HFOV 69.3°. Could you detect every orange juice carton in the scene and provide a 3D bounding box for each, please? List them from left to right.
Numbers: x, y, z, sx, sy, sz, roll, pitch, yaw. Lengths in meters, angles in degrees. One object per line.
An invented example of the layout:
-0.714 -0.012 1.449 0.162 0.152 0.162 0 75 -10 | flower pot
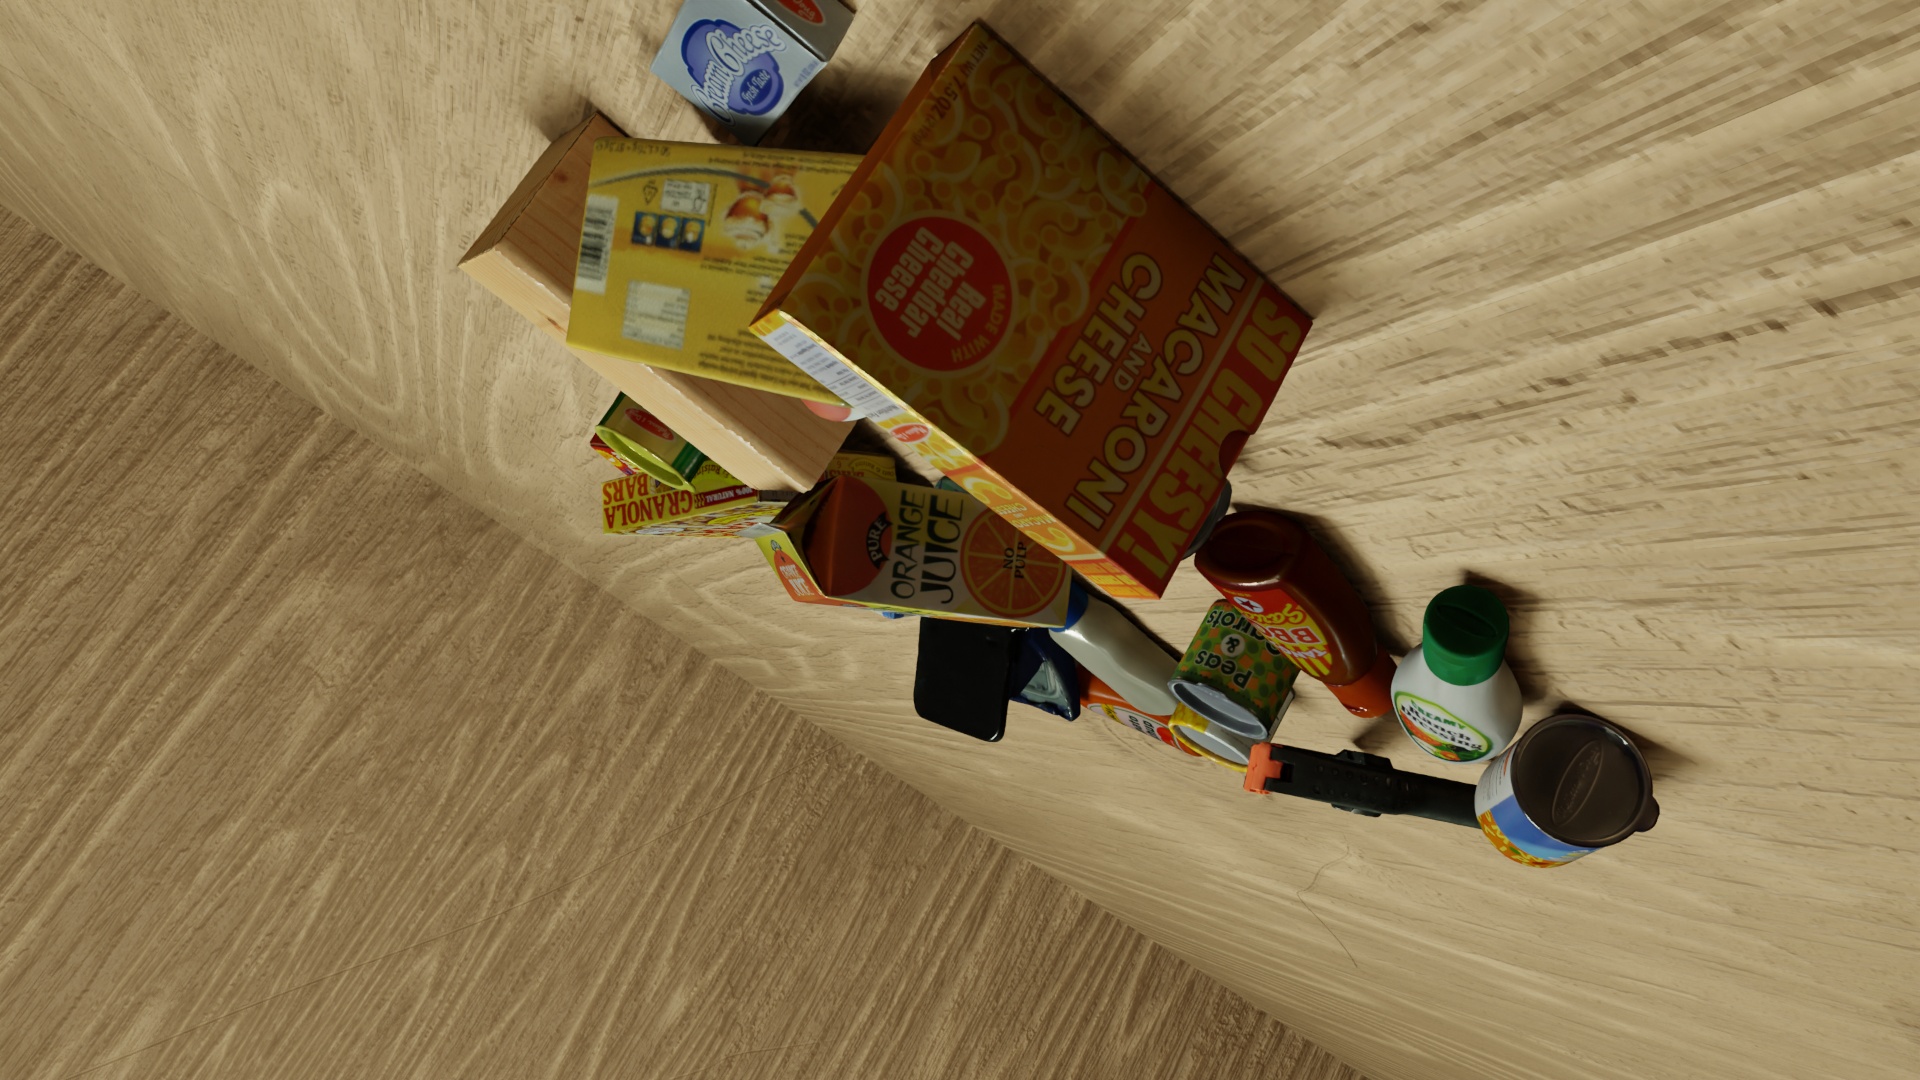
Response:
-0.034 0.006 0.822 0.193 0.073 0.071 8 173 -22 | orange juice carton

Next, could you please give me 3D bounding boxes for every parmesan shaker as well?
-0.165 -0.090 0.856 0.071 0.103 0.071 29 165 9 | parmesan shaker

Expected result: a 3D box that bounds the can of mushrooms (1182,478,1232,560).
0.091 -0.024 0.642 0.033 0.071 0.071 14 157 47 | can of mushrooms

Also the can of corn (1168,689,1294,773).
0.179 0.114 0.929 0.071 0.058 0.071 29 164 9 | can of corn

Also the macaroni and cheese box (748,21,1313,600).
0.030 -0.074 0.484 0.166 0.124 0.040 36 165 -18 | macaroni and cheese box

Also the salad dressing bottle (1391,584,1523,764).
0.243 0.067 0.678 0.064 0.044 0.147 30 166 28 | salad dressing bottle

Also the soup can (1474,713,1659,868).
0.310 0.133 0.716 0.071 0.071 0.083 27 165 16 | soup can

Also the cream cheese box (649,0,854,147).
-0.082 -0.188 0.529 0.053 0.024 0.103 36 164 -17 | cream cheese box

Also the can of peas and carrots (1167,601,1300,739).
0.166 0.076 0.831 0.071 0.059 0.070 29 164 9 | can of peas and carrots

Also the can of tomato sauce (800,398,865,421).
-0.068 -0.105 0.680 0.071 0.071 0.083 22 163 32 | can of tomato sauce

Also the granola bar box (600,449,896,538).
-0.143 -0.031 0.936 0.165 0.039 0.124 -9 173 41 | granola bar box

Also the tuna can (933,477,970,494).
0.003 -0.011 0.916 0.071 0.033 0.071 29 165 9 | tuna can

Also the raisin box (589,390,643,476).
-0.202 -0.070 1.022 0.040 0.086 0.123 10 155 39 | raisin box

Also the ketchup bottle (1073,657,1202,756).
0.126 0.119 1.077 0.149 0.043 0.064 20 162 37 | ketchup bottle

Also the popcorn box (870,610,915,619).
-0.074 -0.002 0.986 0.127 0.085 0.038 18 -167 40 | popcorn box

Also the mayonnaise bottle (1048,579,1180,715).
0.100 0.069 0.976 0.148 0.041 0.064 41 161 -28 | mayonnaise bottle

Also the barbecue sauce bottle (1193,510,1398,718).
0.183 0.042 0.718 0.065 0.044 0.148 11 156 49 | barbecue sauce bottle
